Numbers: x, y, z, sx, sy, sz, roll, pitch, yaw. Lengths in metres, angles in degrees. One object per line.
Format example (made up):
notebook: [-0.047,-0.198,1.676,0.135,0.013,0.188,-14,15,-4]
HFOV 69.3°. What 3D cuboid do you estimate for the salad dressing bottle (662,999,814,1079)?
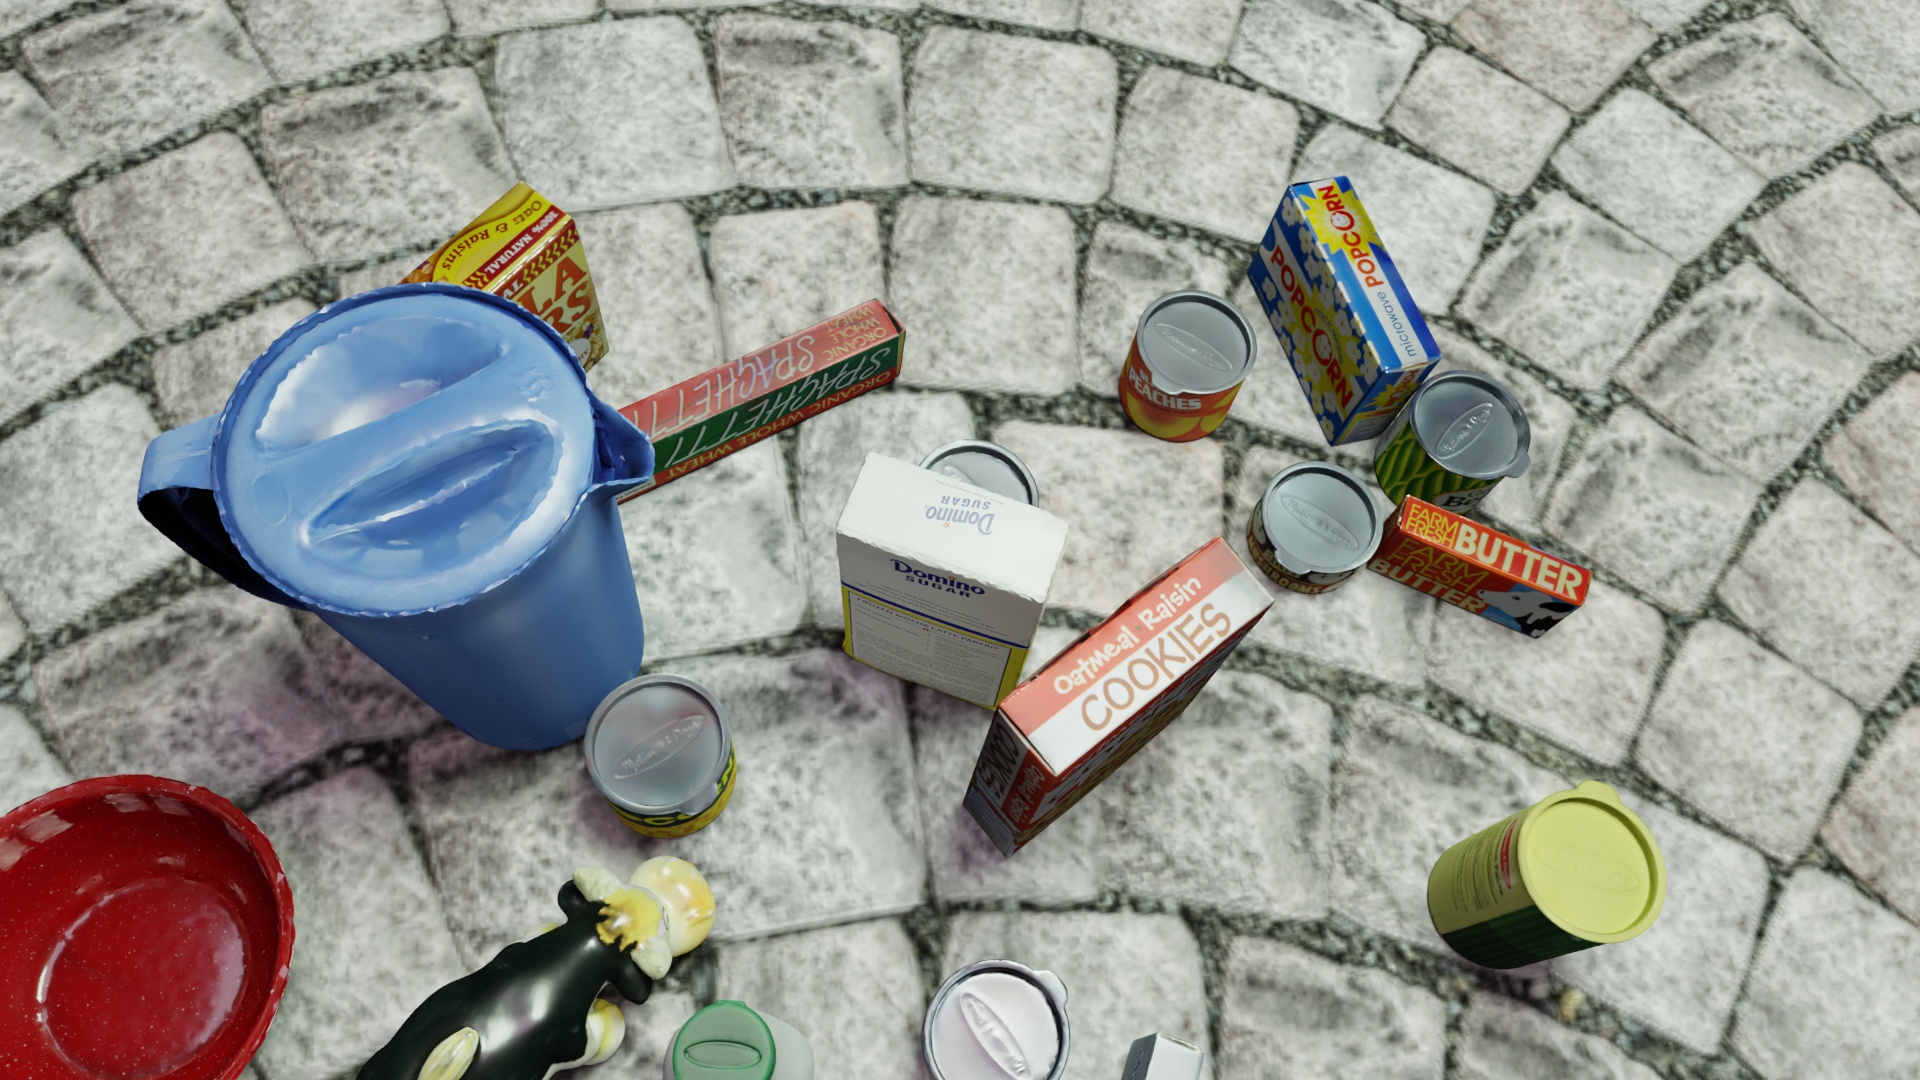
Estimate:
salad dressing bottle: [-0.092,0.213,0.566,0.064,0.147,0.044,5,66,-3]

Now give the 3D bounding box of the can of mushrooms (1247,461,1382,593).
can of mushrooms: [0.190,-0.005,0.752,0.071,0.033,0.071,2,66,-4]

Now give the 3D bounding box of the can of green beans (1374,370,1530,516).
can of green beans: [0.270,-0.051,0.767,0.071,0.057,0.071,2,66,-4]

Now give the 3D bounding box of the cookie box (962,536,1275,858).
cookie box: [0.065,0.076,0.631,0.123,0.166,0.040,-36,74,-18]

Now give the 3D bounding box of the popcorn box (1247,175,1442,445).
popcorn box: [0.213,-0.128,0.782,0.038,0.085,0.127,-15,68,-11]

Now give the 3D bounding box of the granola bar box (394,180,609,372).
granola bar box: [-0.254,-0.084,0.697,0.039,0.123,0.166,36,68,11]

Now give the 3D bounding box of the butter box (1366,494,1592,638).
butter box: [0.274,0.015,0.741,0.103,0.053,0.024,24,66,5]

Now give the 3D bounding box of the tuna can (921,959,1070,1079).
tuna can: [0.017,0.225,0.633,0.071,0.032,0.071,2,66,-4]

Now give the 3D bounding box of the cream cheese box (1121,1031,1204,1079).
cream cheese box: [0.077,0.272,0.607,0.024,0.053,0.104,19,66,3]

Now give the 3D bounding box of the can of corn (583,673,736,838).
can of corn: [-0.139,0.105,0.659,0.071,0.058,0.071,2,66,-4]

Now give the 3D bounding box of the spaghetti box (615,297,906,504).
spaghetti box: [-0.144,-0.060,0.737,0.251,0.050,0.029,-27,71,-16]

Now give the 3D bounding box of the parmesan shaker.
parmesan shaker: [0.270,0.158,0.649,0.071,0.102,0.071,2,66,-4]

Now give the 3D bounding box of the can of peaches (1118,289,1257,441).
can of peaches: [0.124,-0.095,0.773,0.071,0.057,0.071,2,66,-4]

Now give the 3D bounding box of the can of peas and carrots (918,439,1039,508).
can of peas and carrots: [0.003,-0.009,0.723,0.071,0.058,0.071,2,66,-4]
